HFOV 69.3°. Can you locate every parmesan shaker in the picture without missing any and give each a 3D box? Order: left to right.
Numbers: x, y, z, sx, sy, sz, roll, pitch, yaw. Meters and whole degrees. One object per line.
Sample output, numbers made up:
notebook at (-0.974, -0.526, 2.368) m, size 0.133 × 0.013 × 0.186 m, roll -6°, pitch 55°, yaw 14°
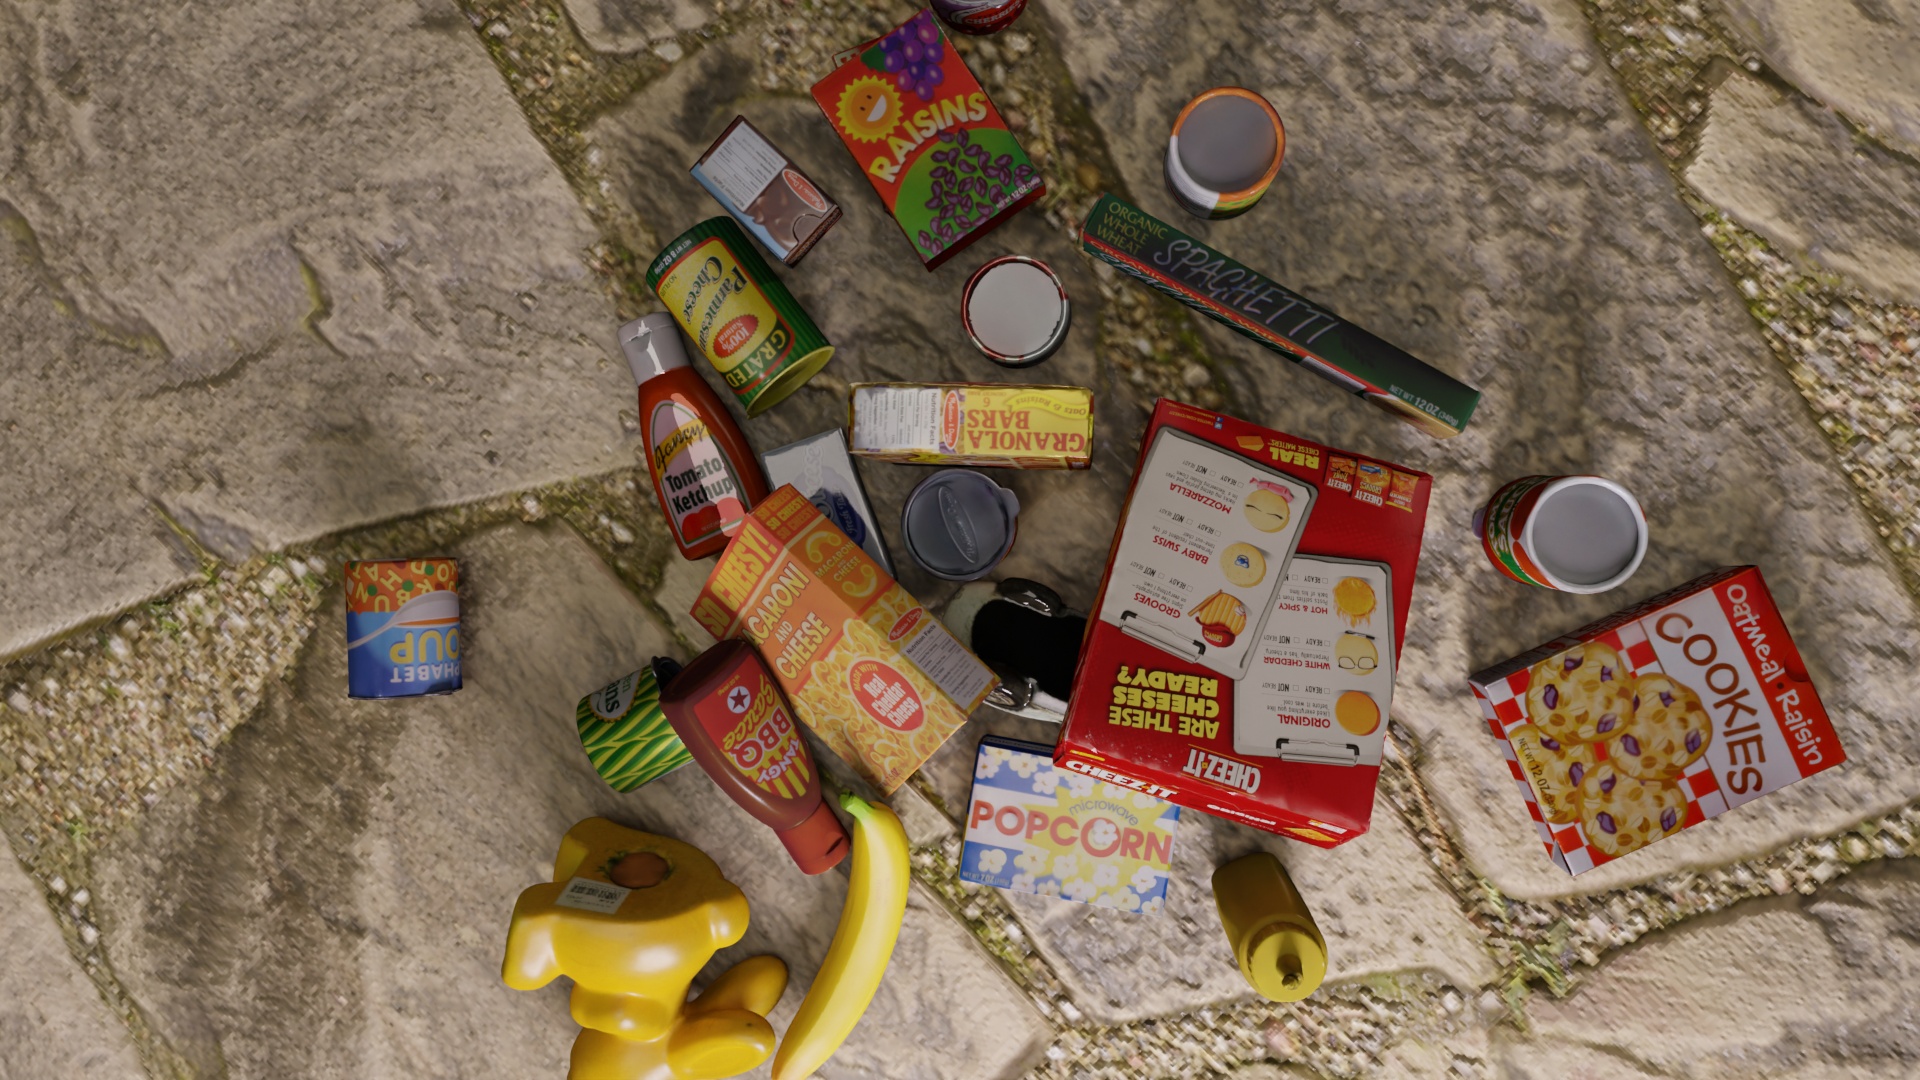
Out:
parmesan shaker at (-0.135, -0.134, 0.838) m, size 0.071 × 0.071 × 0.103 m, roll -39°, pitch 88°, yaw 5°

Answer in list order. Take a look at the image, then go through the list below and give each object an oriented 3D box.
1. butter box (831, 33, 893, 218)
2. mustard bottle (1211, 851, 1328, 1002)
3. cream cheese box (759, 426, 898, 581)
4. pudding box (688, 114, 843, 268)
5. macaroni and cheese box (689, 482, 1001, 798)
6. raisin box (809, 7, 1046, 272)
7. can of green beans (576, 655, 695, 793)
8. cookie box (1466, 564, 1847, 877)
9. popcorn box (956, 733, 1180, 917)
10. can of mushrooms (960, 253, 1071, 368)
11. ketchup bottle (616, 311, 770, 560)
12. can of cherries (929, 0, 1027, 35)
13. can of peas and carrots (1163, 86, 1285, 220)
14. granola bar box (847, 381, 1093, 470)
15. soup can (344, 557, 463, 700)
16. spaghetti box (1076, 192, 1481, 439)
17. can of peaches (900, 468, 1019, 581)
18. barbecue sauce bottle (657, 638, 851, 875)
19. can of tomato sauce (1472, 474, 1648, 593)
butter box at (-0.037, -0.255, 0.847) m, size 0.053 × 0.024 × 0.103 m, roll -19°, pitch 90°, yaw 5°
mustard bottle at (0.174, 0.221, 0.771) m, size 0.049 × 0.160 × 0.065 m, roll -22°, pitch 91°, yaw 4°
cream cheese box at (-0.080, -0.014, 0.856) m, size 0.053 × 0.024 × 0.103 m, roll -20°, pitch 89°, yaw 6°
pudding box at (-0.119, -0.213, 0.852) m, size 0.084 × 0.030 × 0.049 m, roll 43°, pitch 93°, yaw 3°
macaroni and cheese box at (-0.072, 0.061, 0.814) m, size 0.166 × 0.040 × 0.123 m, roll 43°, pitch 139°, yaw 3°
raisin box at (-0.018, -0.233, 0.813) m, size 0.086 × 0.040 × 0.123 m, roll -34°, pitch 90°, yaw 5°
can of green beans at (-0.192, 0.113, 0.847) m, size 0.058 × 0.071 × 0.071 m, roll -26°, pitch 89°, yaw 6°
cookie box at (0.403, 0.103, 0.808) m, size 0.167 × 0.040 × 0.123 m, roll -25°, pitch 89°, yaw 5°
popcorn box at (0.067, 0.171, 0.840) m, size 0.127 × 0.038 × 0.085 m, roll 10°, pitch 92°, yaw 5°
can of mushrooms at (0.032, -0.139, 0.839) m, size 0.071 × 0.033 × 0.071 m, roll 0°, pitch 92°, yaw 5°
ketchup bottle at (-0.167, -0.066, 0.853) m, size 0.064 × 0.043 × 0.149 m, roll -23°, pitch 89°, yaw 12°
can of cherries at (0.010, -0.339, 0.824) m, size 0.071 × 0.058 × 0.071 m, roll 0°, pitch 91°, yaw 4°
can of peas and carrots at (0.155, -0.228, 0.814) m, size 0.071 × 0.059 × 0.071 m, roll 0°, pitch 92°, yaw 5°
granola bar box at (0.012, -0.062, 0.776) m, size 0.124 × 0.165 × 0.039 m, roll 2°, pitch 91°, yaw 5°
soup can at (-0.342, 0.053, 0.858) m, size 0.071 × 0.071 × 0.083 m, roll -2°, pitch 91°, yaw 5°
spaghetti box at (0.184, -0.131, 0.818) m, size 0.250 × 0.050 × 0.028 m, roll 29°, pitch 92°, yaw 4°
can of peaches at (0.003, -0.010, 0.832) m, size 0.071 × 0.058 × 0.071 m, roll 0°, pitch 91°, yaw 5°
barbecue sauce bottle at (-0.117, 0.134, 0.831) m, size 0.065 × 0.043 × 0.148 m, roll -44°, pitch 115°, yaw -34°
can of tomato sauce at (0.339, -0.006, 0.790) m, size 0.071 × 0.083 × 0.071 m, roll 0°, pitch 92°, yaw 5°
